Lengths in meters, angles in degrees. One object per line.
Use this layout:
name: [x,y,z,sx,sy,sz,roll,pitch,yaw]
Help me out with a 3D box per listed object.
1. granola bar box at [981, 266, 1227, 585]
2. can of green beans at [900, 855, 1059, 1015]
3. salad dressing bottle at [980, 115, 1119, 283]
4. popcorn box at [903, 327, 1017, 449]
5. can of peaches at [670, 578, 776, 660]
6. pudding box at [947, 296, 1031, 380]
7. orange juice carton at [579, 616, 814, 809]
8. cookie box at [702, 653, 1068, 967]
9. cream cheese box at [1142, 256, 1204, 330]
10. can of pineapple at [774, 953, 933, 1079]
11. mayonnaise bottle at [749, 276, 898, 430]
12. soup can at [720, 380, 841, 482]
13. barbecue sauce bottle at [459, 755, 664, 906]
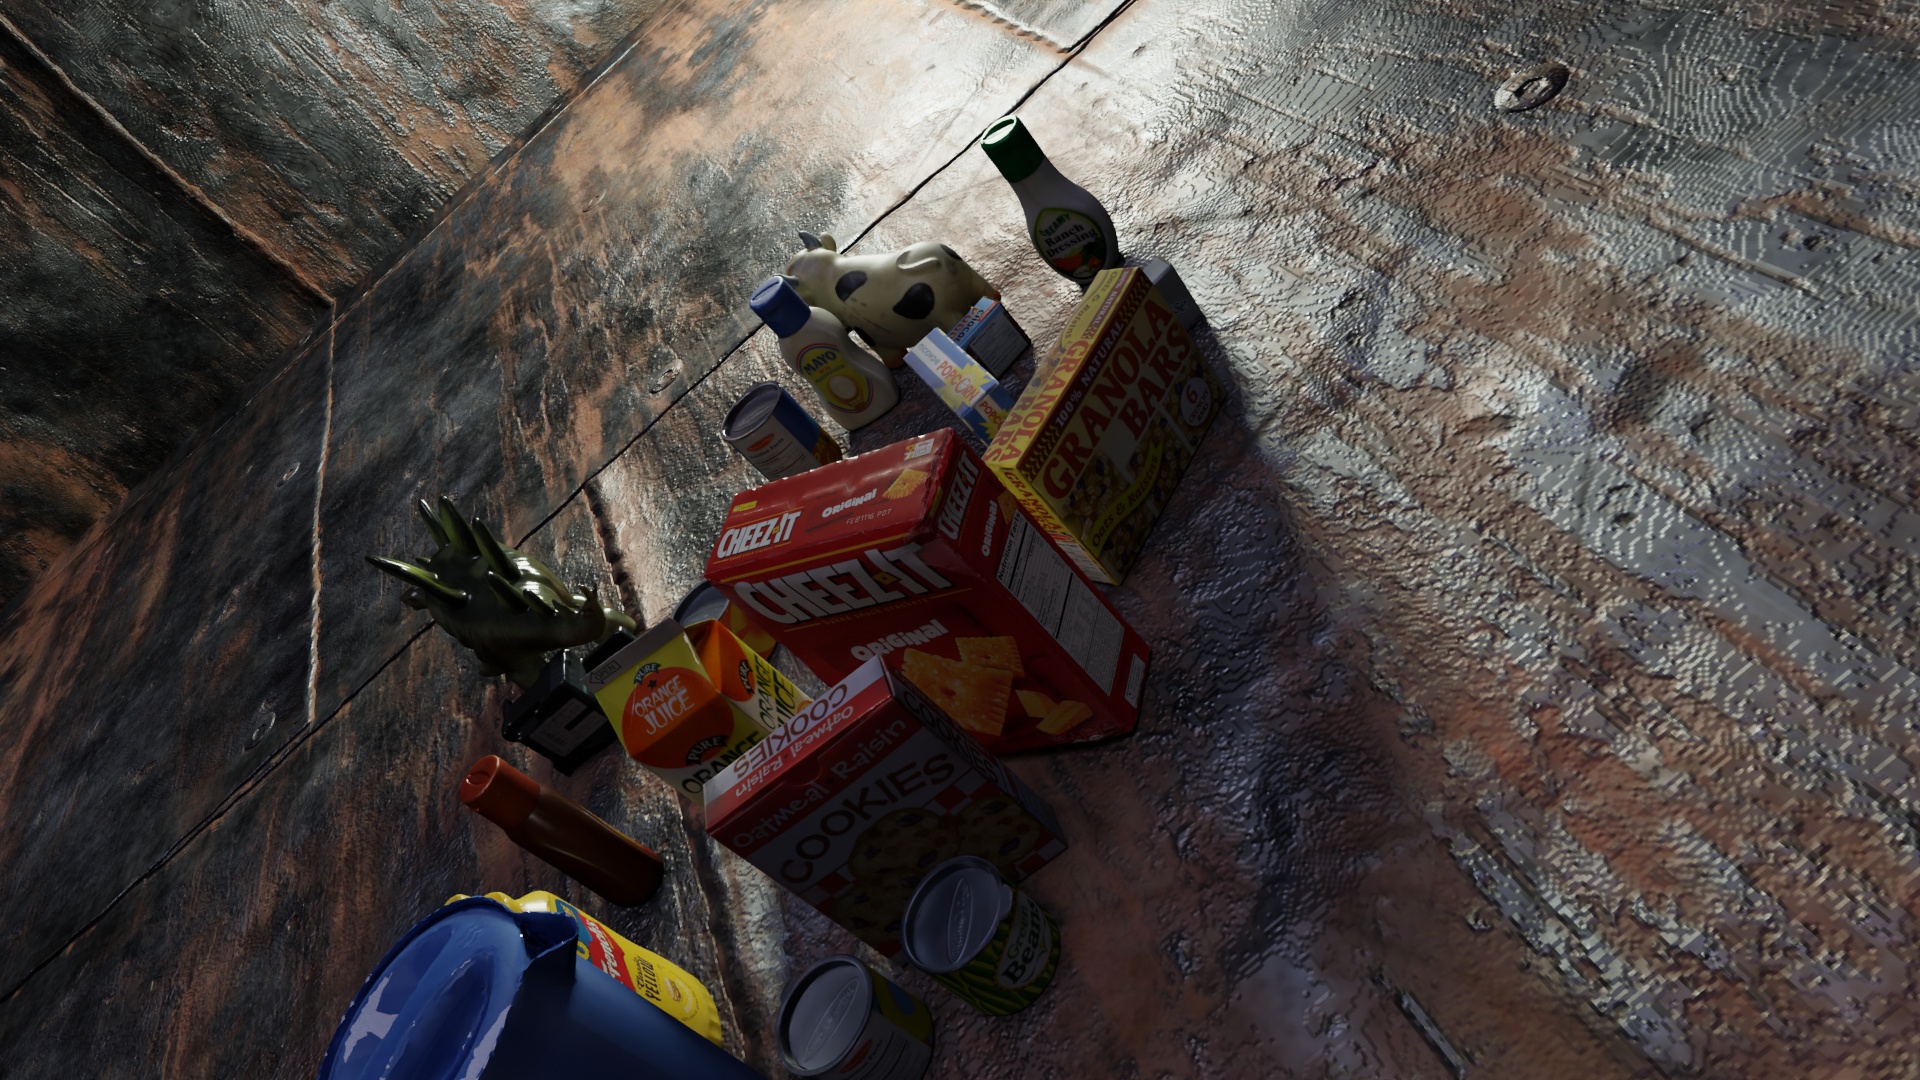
granola bar box: [0.096,-0.073,0.893,0.039,0.124,0.166,7,59,48]
can of green beans: [0.011,0.211,0.741,0.071,0.057,0.071,-26,39,23]
salad dressing bottle: [0.070,-0.269,1.101,0.064,0.147,0.044,-22,41,28]
popcorn box: [0.015,-0.101,1.035,0.038,0.085,0.127,-43,35,2]
can of peaches: [-0.184,0.071,1.077,0.071,0.058,0.071,-26,39,23]
pudding box: [0.011,-0.150,1.121,0.084,0.049,0.030,-48,35,-6]
orange juice carton: [-0.144,0.119,0.870,0.071,0.192,0.073,-35,36,13]
cookie box: [-0.038,0.152,0.756,0.123,0.167,0.040,-38,35,9]
cream cheese box: [0.123,-0.151,1.008,0.104,0.053,0.024,-42,35,2]
can of pineapple: [-0.057,0.265,0.752,0.071,0.057,0.071,-26,39,23]
mayonnaise bottle: [-0.117,-0.159,1.170,0.064,0.147,0.041,-29,38,21]
soup can: [-0.152,-0.087,1.186,0.071,0.083,0.072,-26,39,23]
barbecue sauce bottle: [-0.276,0.200,0.955,0.065,0.148,0.044,-5,51,42]
